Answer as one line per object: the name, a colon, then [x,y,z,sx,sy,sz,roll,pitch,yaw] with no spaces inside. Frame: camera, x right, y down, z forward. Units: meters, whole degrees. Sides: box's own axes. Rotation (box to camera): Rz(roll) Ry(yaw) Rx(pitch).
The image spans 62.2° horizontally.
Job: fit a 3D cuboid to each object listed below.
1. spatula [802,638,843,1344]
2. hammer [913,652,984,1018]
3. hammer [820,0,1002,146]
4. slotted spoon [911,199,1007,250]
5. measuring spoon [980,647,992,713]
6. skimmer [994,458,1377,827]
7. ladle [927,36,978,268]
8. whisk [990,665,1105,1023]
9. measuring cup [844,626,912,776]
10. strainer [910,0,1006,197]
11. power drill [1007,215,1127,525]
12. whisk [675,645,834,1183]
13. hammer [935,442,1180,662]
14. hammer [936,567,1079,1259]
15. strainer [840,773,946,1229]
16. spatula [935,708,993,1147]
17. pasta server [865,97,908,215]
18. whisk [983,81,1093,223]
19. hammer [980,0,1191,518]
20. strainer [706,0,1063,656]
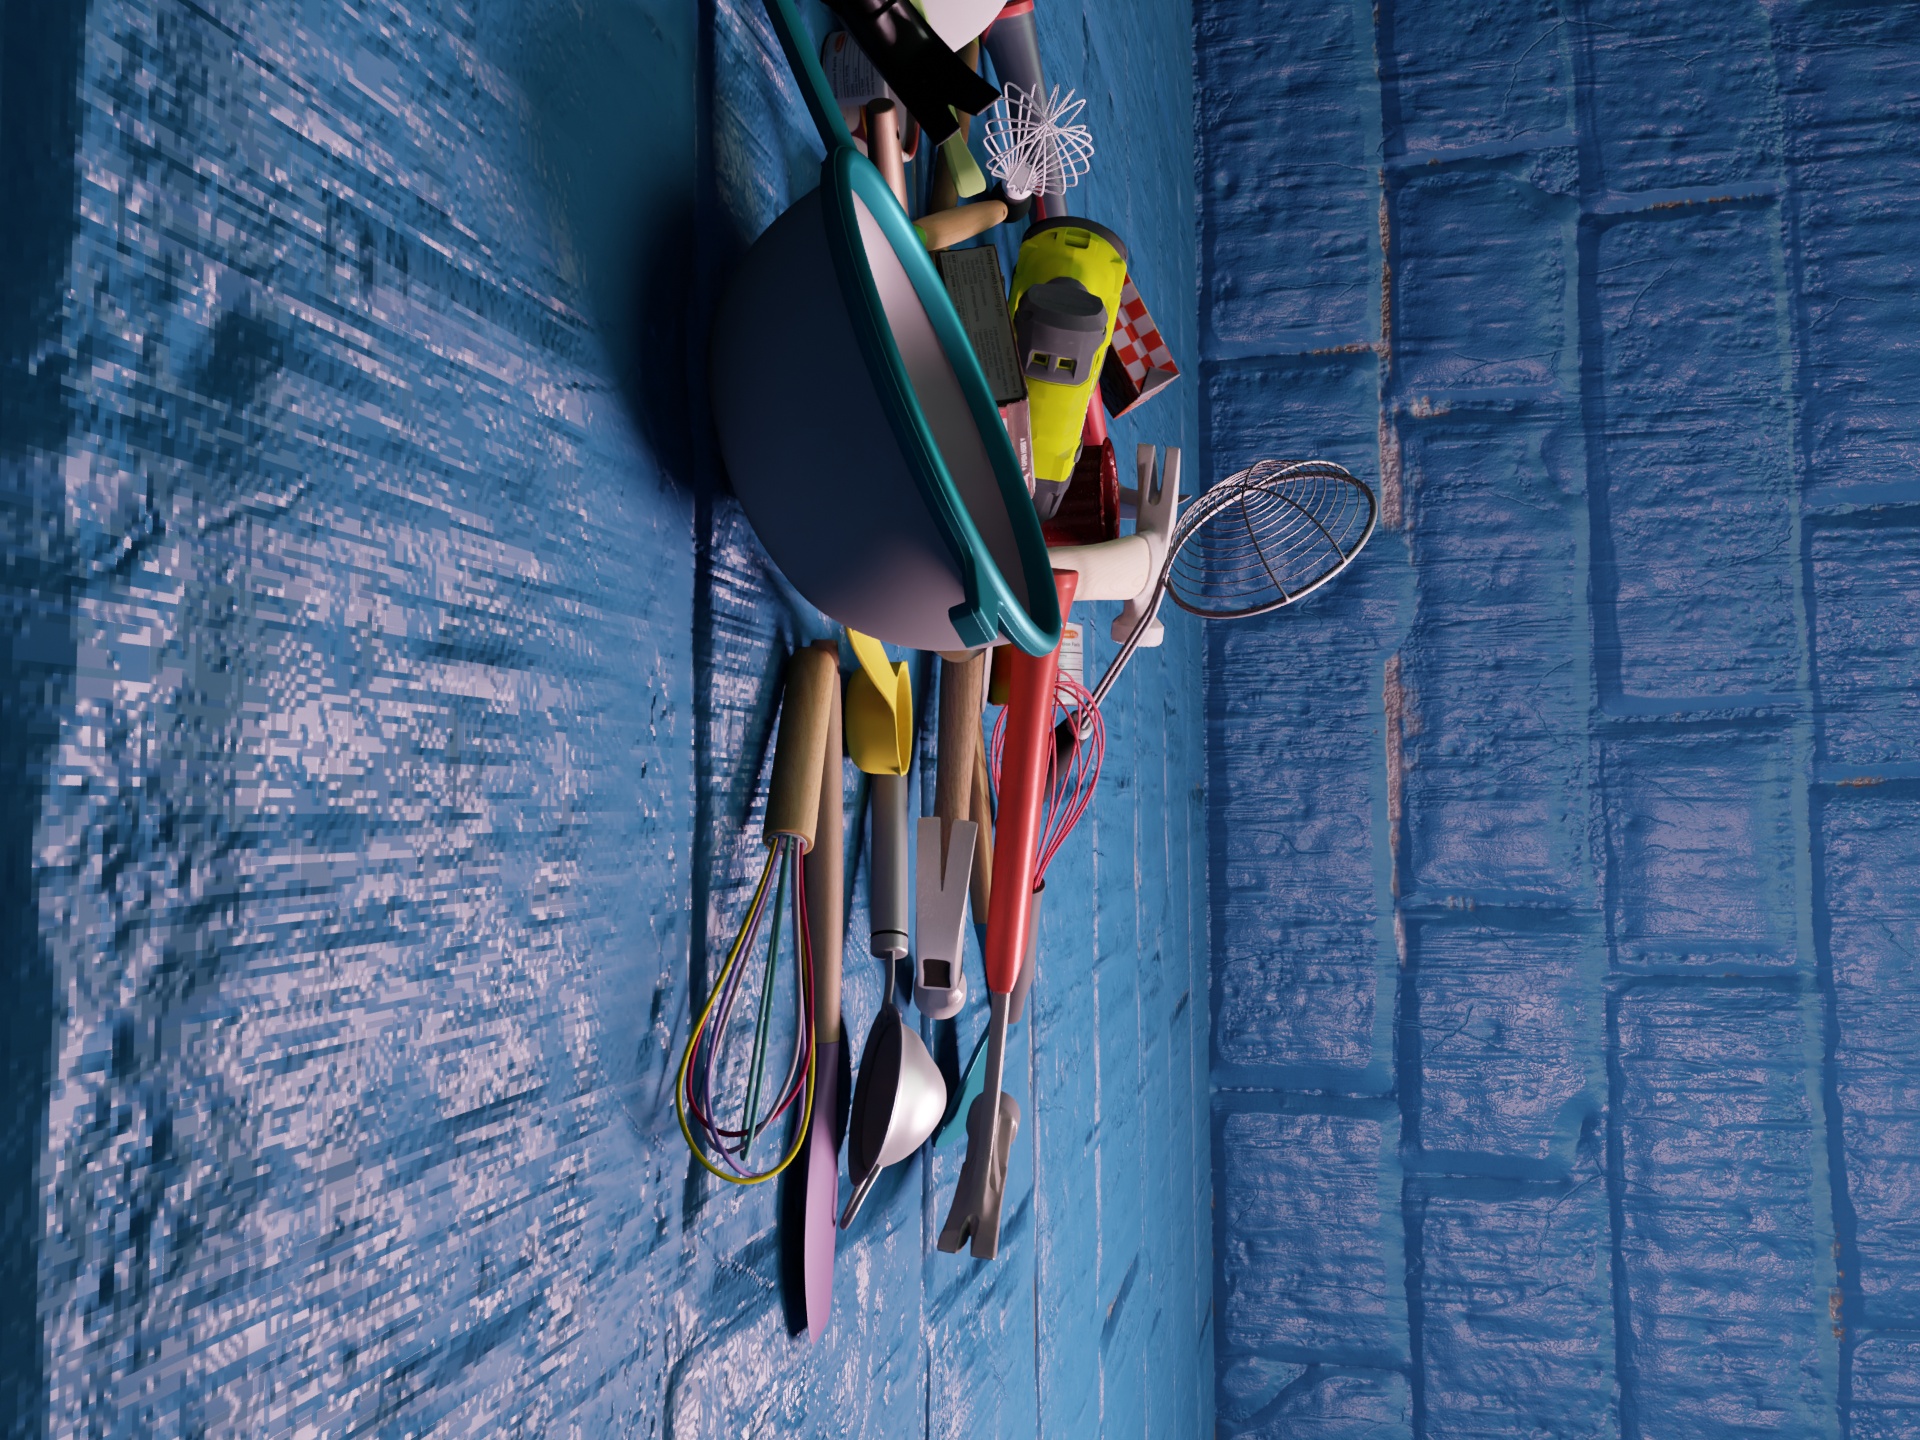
spatula: [-0.063,0.120,0.723,0.059,0.018,0.316,25,65,-82]
hammer: [-0.001,-0.003,0.935,0.130,0.031,0.332,92,2,-58]
hammer: [-0.076,-0.342,0.576,0.146,0.035,0.334,57,7,24]
slotted spoon: [-0.019,-0.267,0.879,0.314,0.031,0.070,-54,147,-62]
measuring spoon: [0.013,-0.066,1.080,0.034,0.018,0.124,-36,130,-75]
skimmer: [0.128,-0.024,1.011,0.127,0.090,0.363,-75,-169,-46]
ladle: [0.013,-0.411,1.017,0.078,0.062,0.320,65,30,-63]
whisk: [0.047,0.091,1.042,0.073,0.073,0.295,-72,170,-54]
measuring cup: [-0.048,-0.019,0.751,0.156,0.029,0.062,68,22,-67]
strainer: [0.002,-0.372,0.801,0.151,0.069,0.257,55,20,-64]
power drill: [0.060,-0.235,1.078,0.223,0.080,0.171,-77,179,-54]
whisk: [-0.075,0.066,0.640,0.051,0.047,0.245,91,2,-53]
hammer: [0.068,-0.100,0.991,0.410,0.038,0.146,-22,119,-67]
hammer: [0.026,0.097,0.851,0.149,0.037,0.359,-62,158,-75]
strainer: [-0.033,0.119,0.787,0.086,0.050,0.259,126,-32,-57]
spatula: [0.002,0.102,0.997,0.082,0.044,0.317,21,63,-74]
pasta server: [-0.020,-0.165,0.806,0.316,0.040,0.060,86,9,-50]
whisk: [0.040,-0.359,1.037,0.285,0.070,0.070,-110,-163,-81]
hammer: [0.085,-0.335,1.194,0.038,0.143,0.386,-32,123,-31]
strainer: [-0.065,-0.169,0.637,0.211,0.095,0.340,-22,90,-78]
